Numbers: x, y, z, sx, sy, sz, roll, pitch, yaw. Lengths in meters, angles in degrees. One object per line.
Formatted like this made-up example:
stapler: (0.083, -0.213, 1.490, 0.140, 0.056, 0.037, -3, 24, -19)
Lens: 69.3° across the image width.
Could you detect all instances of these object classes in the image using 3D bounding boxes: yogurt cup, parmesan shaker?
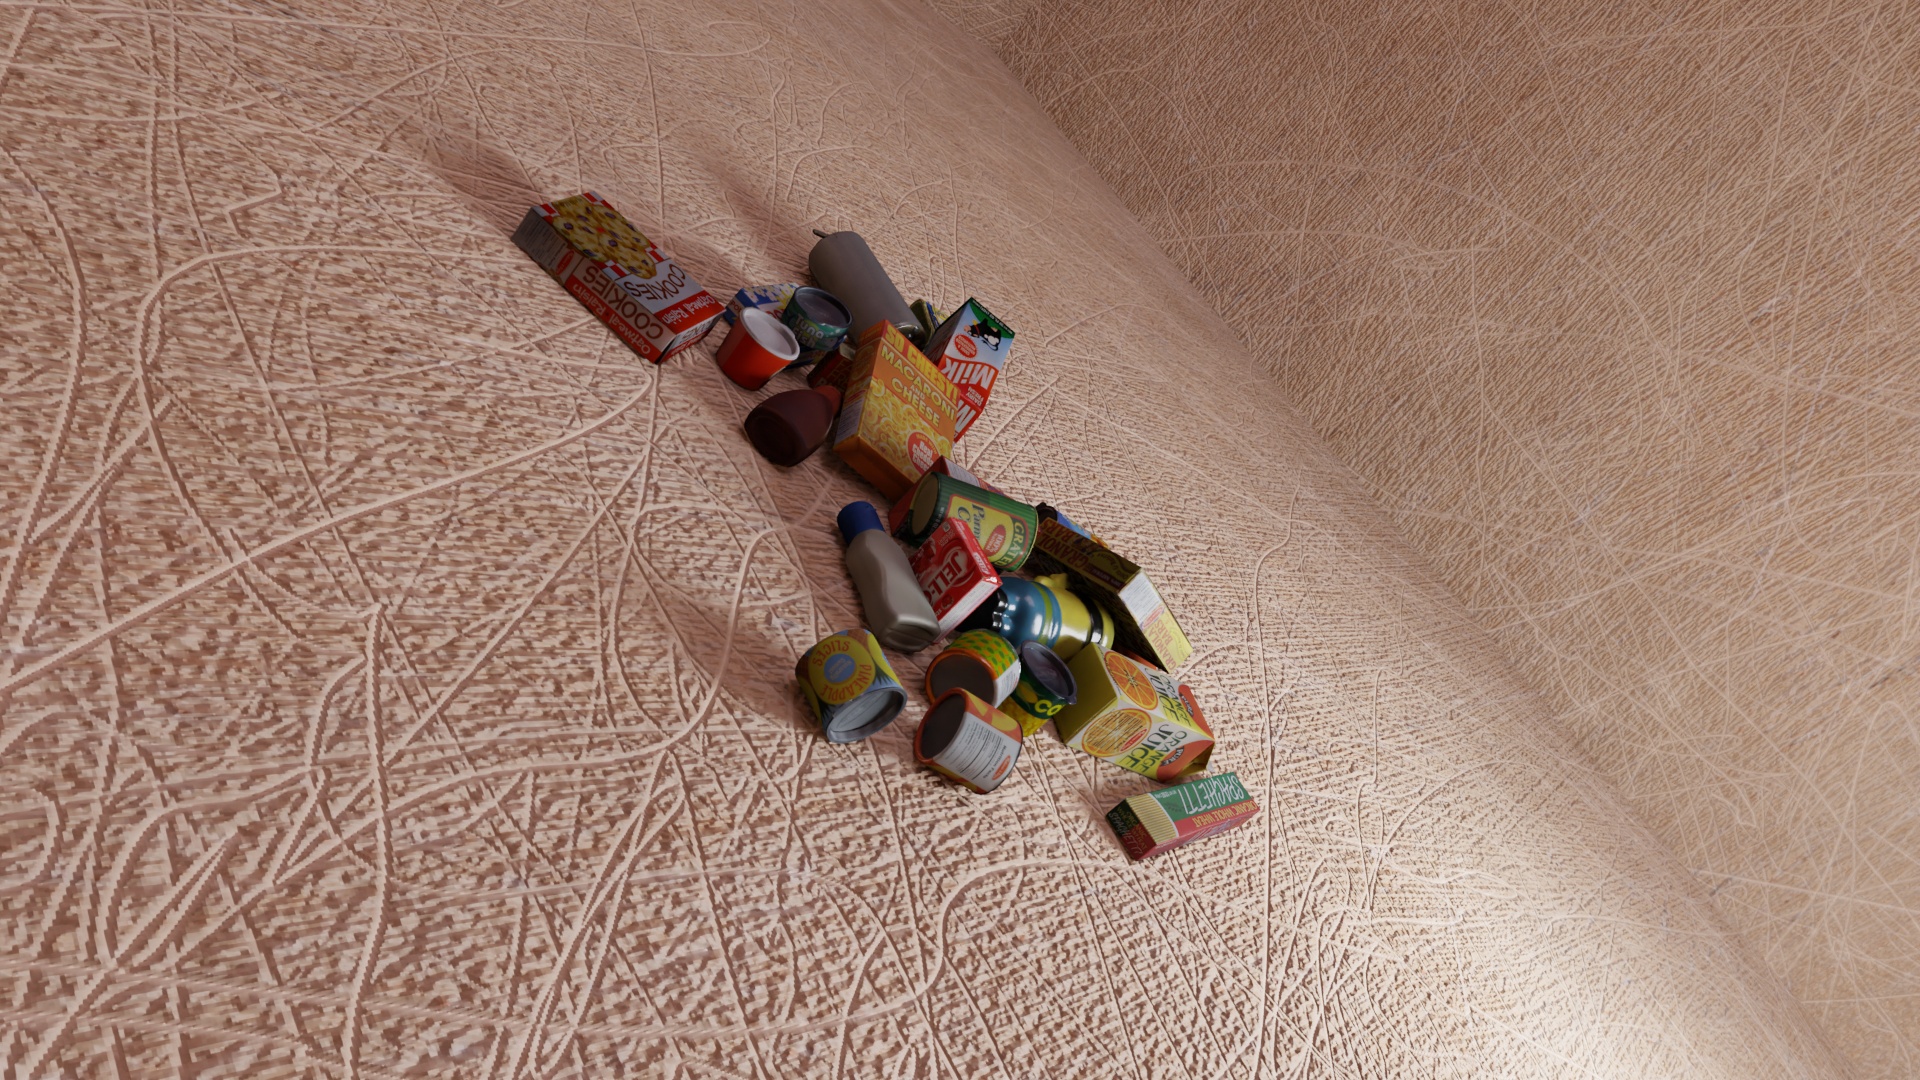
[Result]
yogurt cup: (-0.196, -0.180, 1.324, 0.072, 0.053, 0.073, 36, 24, -19)
parmesan shaker: (0.009, -0.015, 1.276, 0.103, 0.071, 0.071, 18, 32, -22)

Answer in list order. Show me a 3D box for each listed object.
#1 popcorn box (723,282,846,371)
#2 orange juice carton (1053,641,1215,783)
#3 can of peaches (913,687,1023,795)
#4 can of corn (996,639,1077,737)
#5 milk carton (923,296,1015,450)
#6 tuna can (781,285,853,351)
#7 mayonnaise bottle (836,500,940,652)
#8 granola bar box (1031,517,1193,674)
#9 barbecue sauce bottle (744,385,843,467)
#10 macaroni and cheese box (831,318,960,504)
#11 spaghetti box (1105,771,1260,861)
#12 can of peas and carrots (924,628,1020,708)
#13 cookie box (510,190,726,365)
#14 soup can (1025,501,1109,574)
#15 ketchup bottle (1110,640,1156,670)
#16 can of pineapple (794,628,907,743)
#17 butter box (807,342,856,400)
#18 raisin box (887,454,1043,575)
popcorn box: (-0.181, -0.223, 1.439, 0.085, 0.038, 0.127, 46, 23, 5)
orange juice carton: (0.174, 0.171, 1.326, 0.192, 0.072, 0.072, 26, 29, -38)
can of peaches: (0.005, 0.155, 1.082, 0.058, 0.071, 0.071, 33, 25, -25)
can of corn: (0.060, 0.132, 1.219, 0.071, 0.058, 0.071, 37, 24, -19)
milk carton: (-0.008, -0.183, 1.578, 0.072, 0.073, 0.191, 38, 45, -16)
tuna can: (-0.144, -0.221, 1.391, 0.071, 0.032, 0.071, 24, 33, -17)
mayonnaise bottle: (-0.068, 0.029, 1.205, 0.065, 0.041, 0.149, 23, 30, -44)
granola bar box: (0.147, 0.053, 1.387, 0.166, 0.039, 0.124, 32, -19, 54)
barbecue sauce bottle: (-0.149, -0.115, 1.307, 0.065, 0.043, 0.149, 45, 22, -3)
macaroni and cheese box: (-0.061, -0.121, 1.385, 0.123, 0.040, 0.167, 41, 40, -33)
spaghetti box: (0.215, 0.256, 1.307, 0.250, 0.028, 0.050, 4, 46, -57)
can of peas and carrots: (0.008, 0.112, 1.159, 0.071, 0.070, 0.059, 47, 23, 4)
cookie box: (-0.306, -0.239, 1.260, 0.167, 0.040, 0.123, 42, 23, -5)
soup can: (0.111, 0.008, 1.500, 0.083, 0.071, 0.072, 31, 26, -31)
ketchup bottle: (0.178, 0.117, 1.440, 0.043, 0.064, 0.149, 29, 32, -21)
can of pineapple: (-0.081, 0.106, 1.017, 0.071, 0.070, 0.058, 12, 38, -52)
butter box: (-0.104, -0.162, 1.450, 0.103, 0.053, 0.024, 27, 30, -35)
raisin box: (0.005, -0.017, 1.343, 0.123, 0.086, 0.040, 31, 25, -31)
